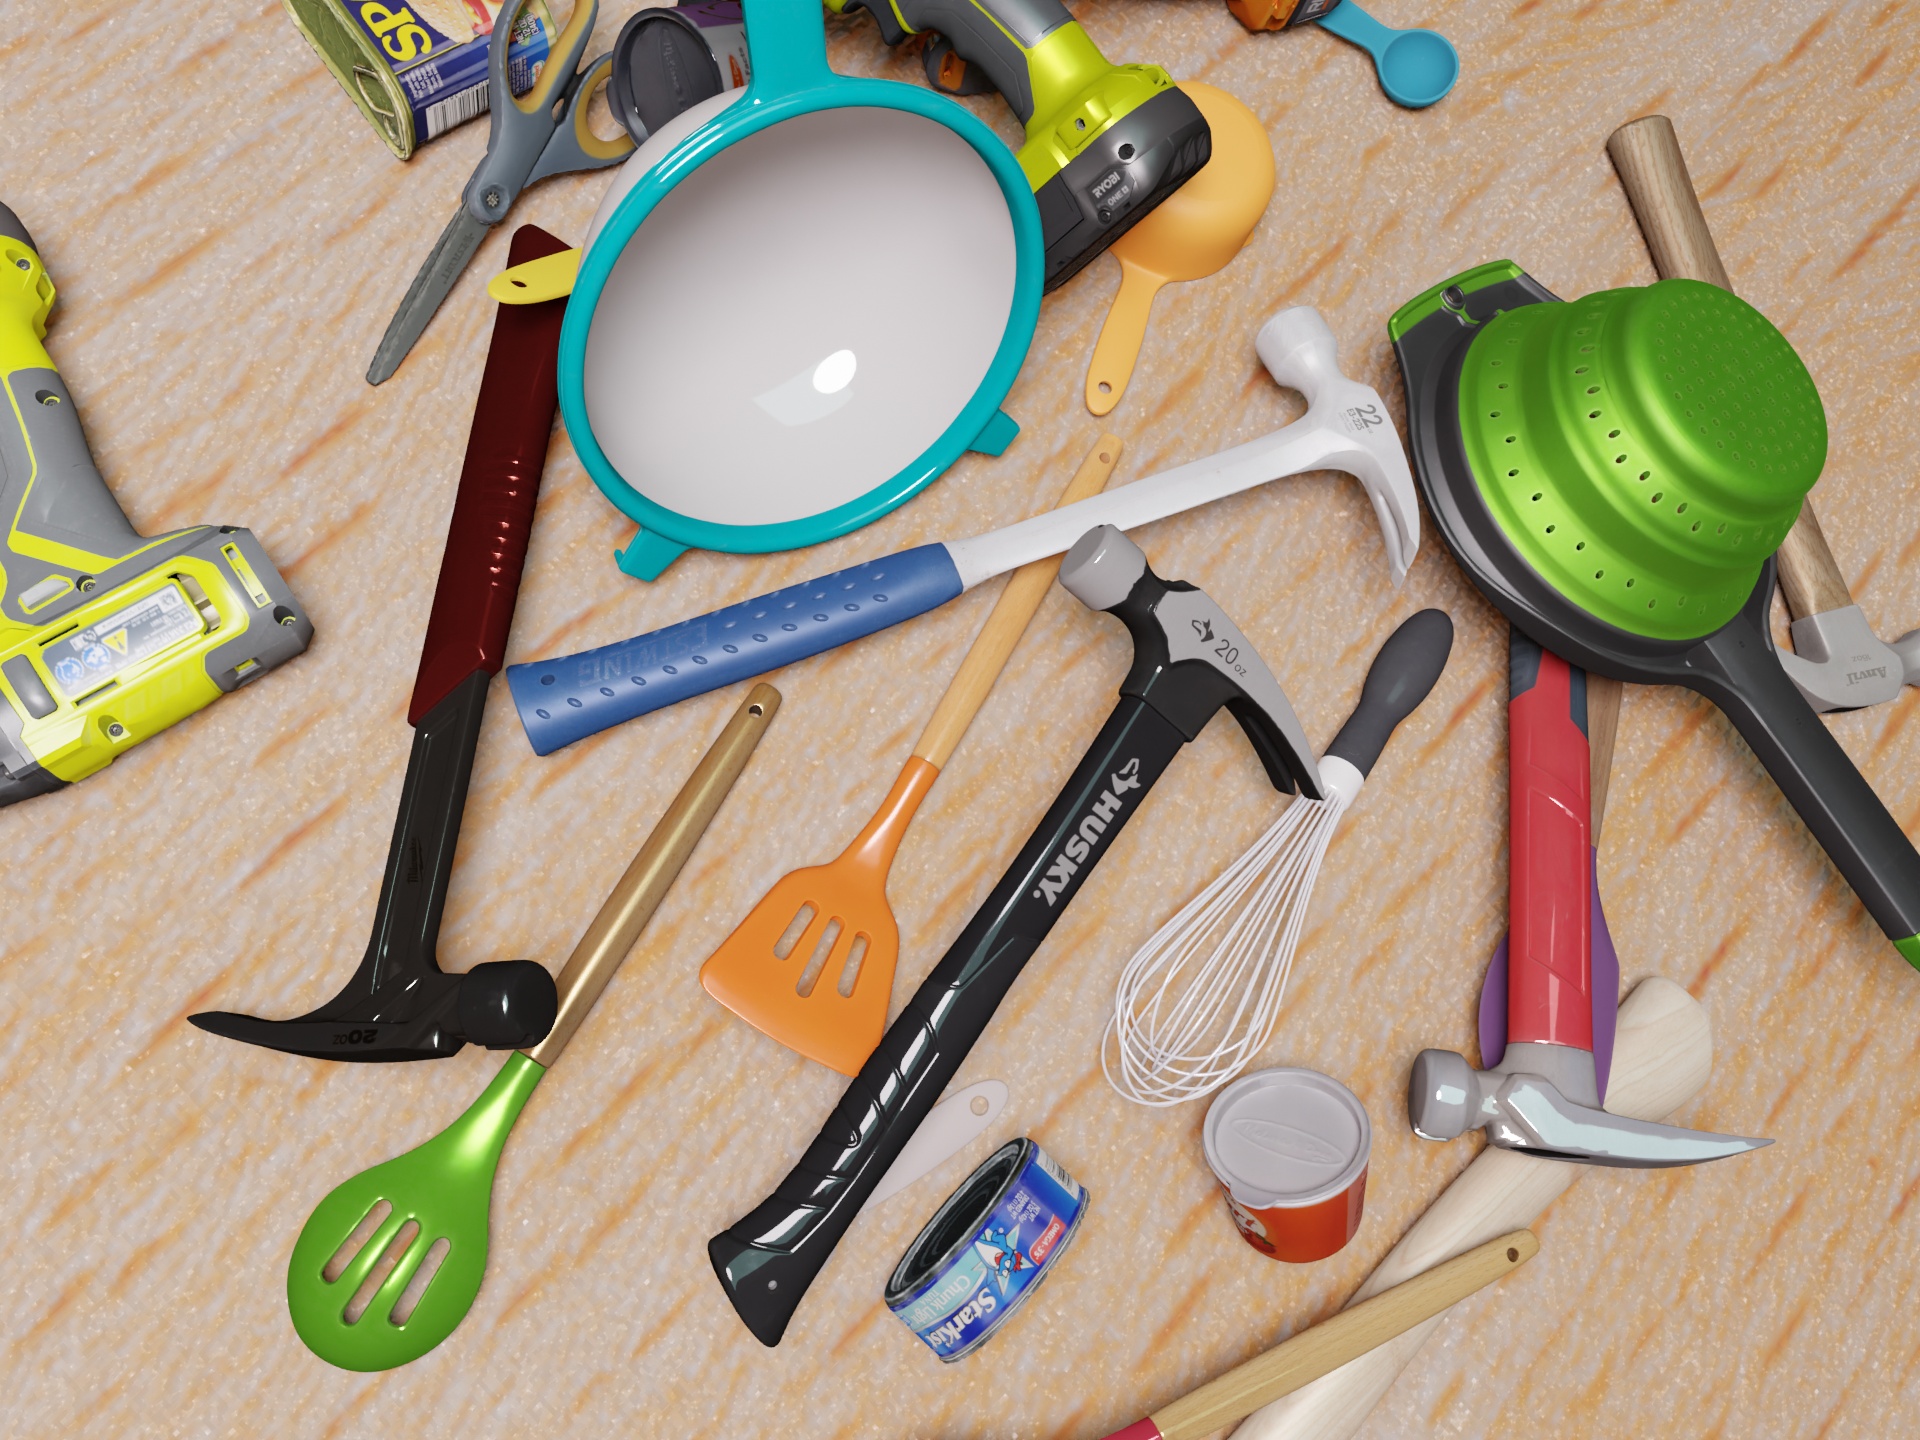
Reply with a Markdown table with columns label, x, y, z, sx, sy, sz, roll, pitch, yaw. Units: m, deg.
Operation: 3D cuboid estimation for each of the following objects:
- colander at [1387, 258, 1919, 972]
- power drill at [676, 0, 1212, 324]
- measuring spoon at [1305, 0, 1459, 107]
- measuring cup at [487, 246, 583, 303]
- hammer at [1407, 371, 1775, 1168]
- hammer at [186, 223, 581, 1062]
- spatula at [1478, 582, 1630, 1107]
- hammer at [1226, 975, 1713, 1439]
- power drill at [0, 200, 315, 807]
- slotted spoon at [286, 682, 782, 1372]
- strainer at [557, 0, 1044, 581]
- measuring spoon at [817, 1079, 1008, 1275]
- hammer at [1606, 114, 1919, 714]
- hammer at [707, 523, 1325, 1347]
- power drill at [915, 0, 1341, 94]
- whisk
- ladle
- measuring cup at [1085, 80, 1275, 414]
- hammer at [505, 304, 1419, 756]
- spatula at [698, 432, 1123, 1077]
| label | x | y | z | sx | sy | sz | roll | pitch | yaw |
| --- | --- | --- | --- | --- | --- | --- | --- | --- | --- |
| colander | 0.355 | -0.059 | 0.699 | 0.204 | 0.094 | 0.397 | -30 | 83 | -32 |
| power drill | -0.015 | -0.297 | 0.707 | 0.228 | 0.190 | 0.080 | 53 | 40 | -6 |
| measuring spoon | 0.205 | -0.365 | 0.843 | 0.128 | 0.021 | 0.042 | 36 | 84 | 8 |
| measuring cup | -0.143 | -0.211 | 0.682 | 0.062 | 0.029 | 0.156 | 37 | 41 | 9 |
| hammer | 0.285 | 0.004 | 0.728 | 0.143 | 0.038 | 0.387 | 7 | 68 | 3 |
| hammer | -0.206 | -0.043 | 0.646 | 0.149 | 0.036 | 0.359 | -5 | 66 | 22 |
| spatula | 0.291 | 0.036 | 0.745 | 0.060 | 0.018 | 0.316 | 15 | 68 | 7 |
| hammer | 0.175 | 0.247 | 0.674 | 0.410 | 0.038 | 0.146 | -40 | 86 | -18 |
| power drill | -0.386 | -0.081 | 0.613 | 0.171 | 0.080 | 0.223 | -33 | 88 | -18 |
| slotted spoon | -0.160 | 0.112 | 0.639 | 0.070 | 0.031 | 0.314 | 32 | 71 | -3 |
| strainer | -0.078 | -0.221 | 0.612 | 0.211 | 0.340 | 0.095 | -22 | 51 | -18 |
| measuring spoon | -0.029 | 0.186 | 0.653 | 0.124 | 0.018 | 0.034 | -33 | 85 | -18 |
| hammer | 0.405 | -0.162 | 0.826 | 0.130 | 0.031 | 0.331 | -13 | 79 | -15 |
| hammer | 0.015 | 0.096 | 0.629 | 0.146 | 0.035 | 0.335 | 39 | 80 | -20 |
| power drill | 0.071 | -0.411 | 0.789 | 0.226 | 0.084 | 0.164 | -14 | 80 | -10 |
| whisk | 0.152 | 0.053 | 0.706 | 0.070 | 0.070 | 0.285 | 38 | 67 | -1 |
| ladle | 0.099 | 0.269 | 0.621 | 0.315 | 0.031 | 0.069 | -20 | 78 | -17 |
| measuring cup | 0.096 | -0.229 | 0.763 | 0.095 | 0.052 | 0.174 | 22 | 71 | -6 |
| hammer | 0.008 | -0.066 | 0.690 | 0.405 | 0.035 | 0.144 | -20 | 64 | -10 |
| spatula | -0.001 | -0.002 | 0.694 | 0.081 | 0.041 | 0.323 | 32 | 71 | -6 |
